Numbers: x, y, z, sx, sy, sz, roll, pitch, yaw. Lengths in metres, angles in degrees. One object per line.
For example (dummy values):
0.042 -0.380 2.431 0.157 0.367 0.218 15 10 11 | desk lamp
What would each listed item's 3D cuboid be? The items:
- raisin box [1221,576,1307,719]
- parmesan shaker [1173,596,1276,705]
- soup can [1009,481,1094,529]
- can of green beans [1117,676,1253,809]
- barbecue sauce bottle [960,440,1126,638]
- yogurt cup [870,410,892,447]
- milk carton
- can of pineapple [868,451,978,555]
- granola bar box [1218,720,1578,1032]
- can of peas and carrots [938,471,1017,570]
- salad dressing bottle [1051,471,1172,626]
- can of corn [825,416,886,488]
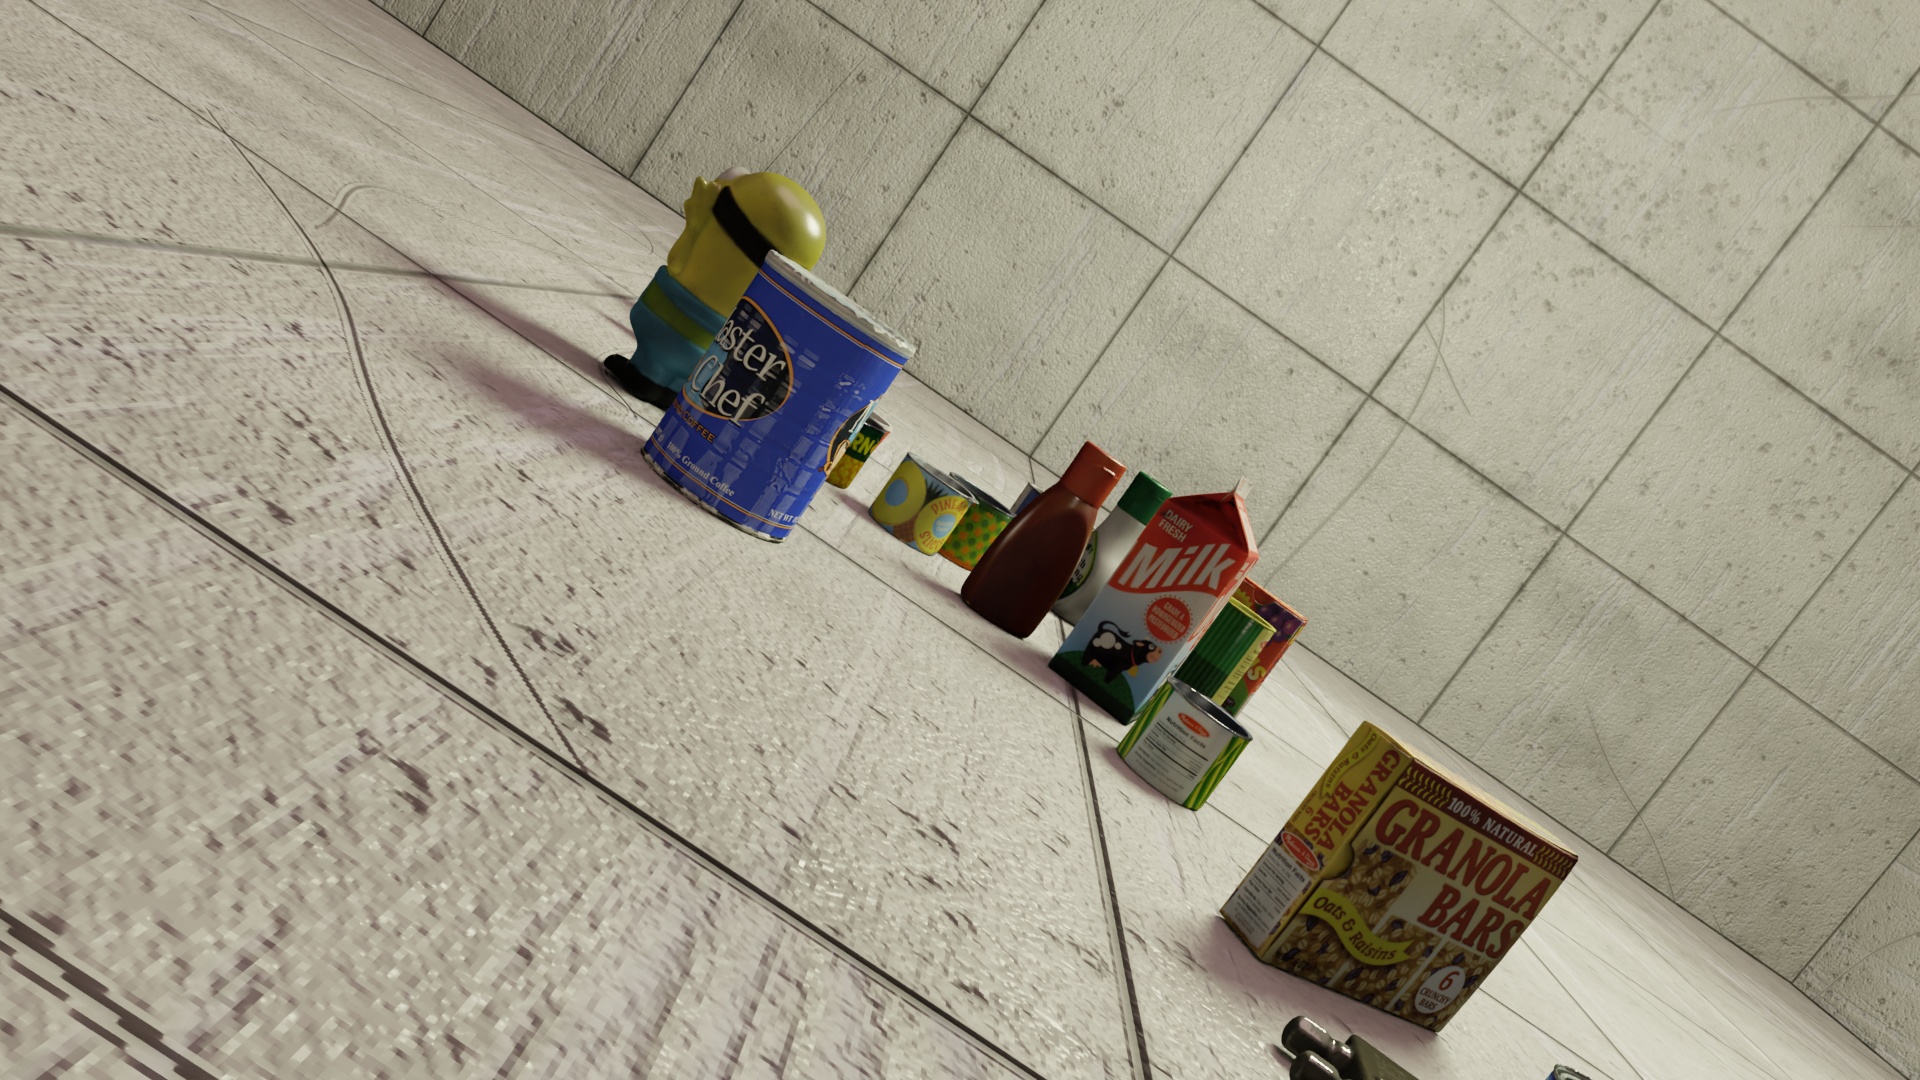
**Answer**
0.244 0.096 1.260 0.086 0.123 0.040 37 8 19 | raisin box
0.212 0.099 1.187 0.071 0.103 0.071 34 7 -5 | parmesan shaker
0.066 0.002 1.228 0.071 0.083 0.071 34 7 -5 | soup can
0.143 0.129 0.886 0.071 0.057 0.071 34 8 -5 | can of green beans
0.065 -0.003 1.021 0.065 0.148 0.044 32 8 -22 | barbecue sauce bottle
-0.102 -0.097 1.233 0.072 0.054 0.072 34 8 -5 | yogurt cup
0.152 0.035 1.004 0.073 0.190 0.072 37 8 16 | milk carton
-0.030 -0.028 1.106 0.071 0.058 0.071 34 8 -5 | can of pineapple
0.230 0.178 0.715 0.165 0.124 0.039 30 9 -33 | granola bar box
0.004 -0.015 1.165 0.071 0.058 0.071 34 8 -5 | can of peas and carrots
0.133 0.007 1.246 0.044 0.147 0.064 32 8 -21 | salad dressing bottle
-0.103 -0.082 1.127 0.071 0.058 0.071 34 8 -5 | can of corn
